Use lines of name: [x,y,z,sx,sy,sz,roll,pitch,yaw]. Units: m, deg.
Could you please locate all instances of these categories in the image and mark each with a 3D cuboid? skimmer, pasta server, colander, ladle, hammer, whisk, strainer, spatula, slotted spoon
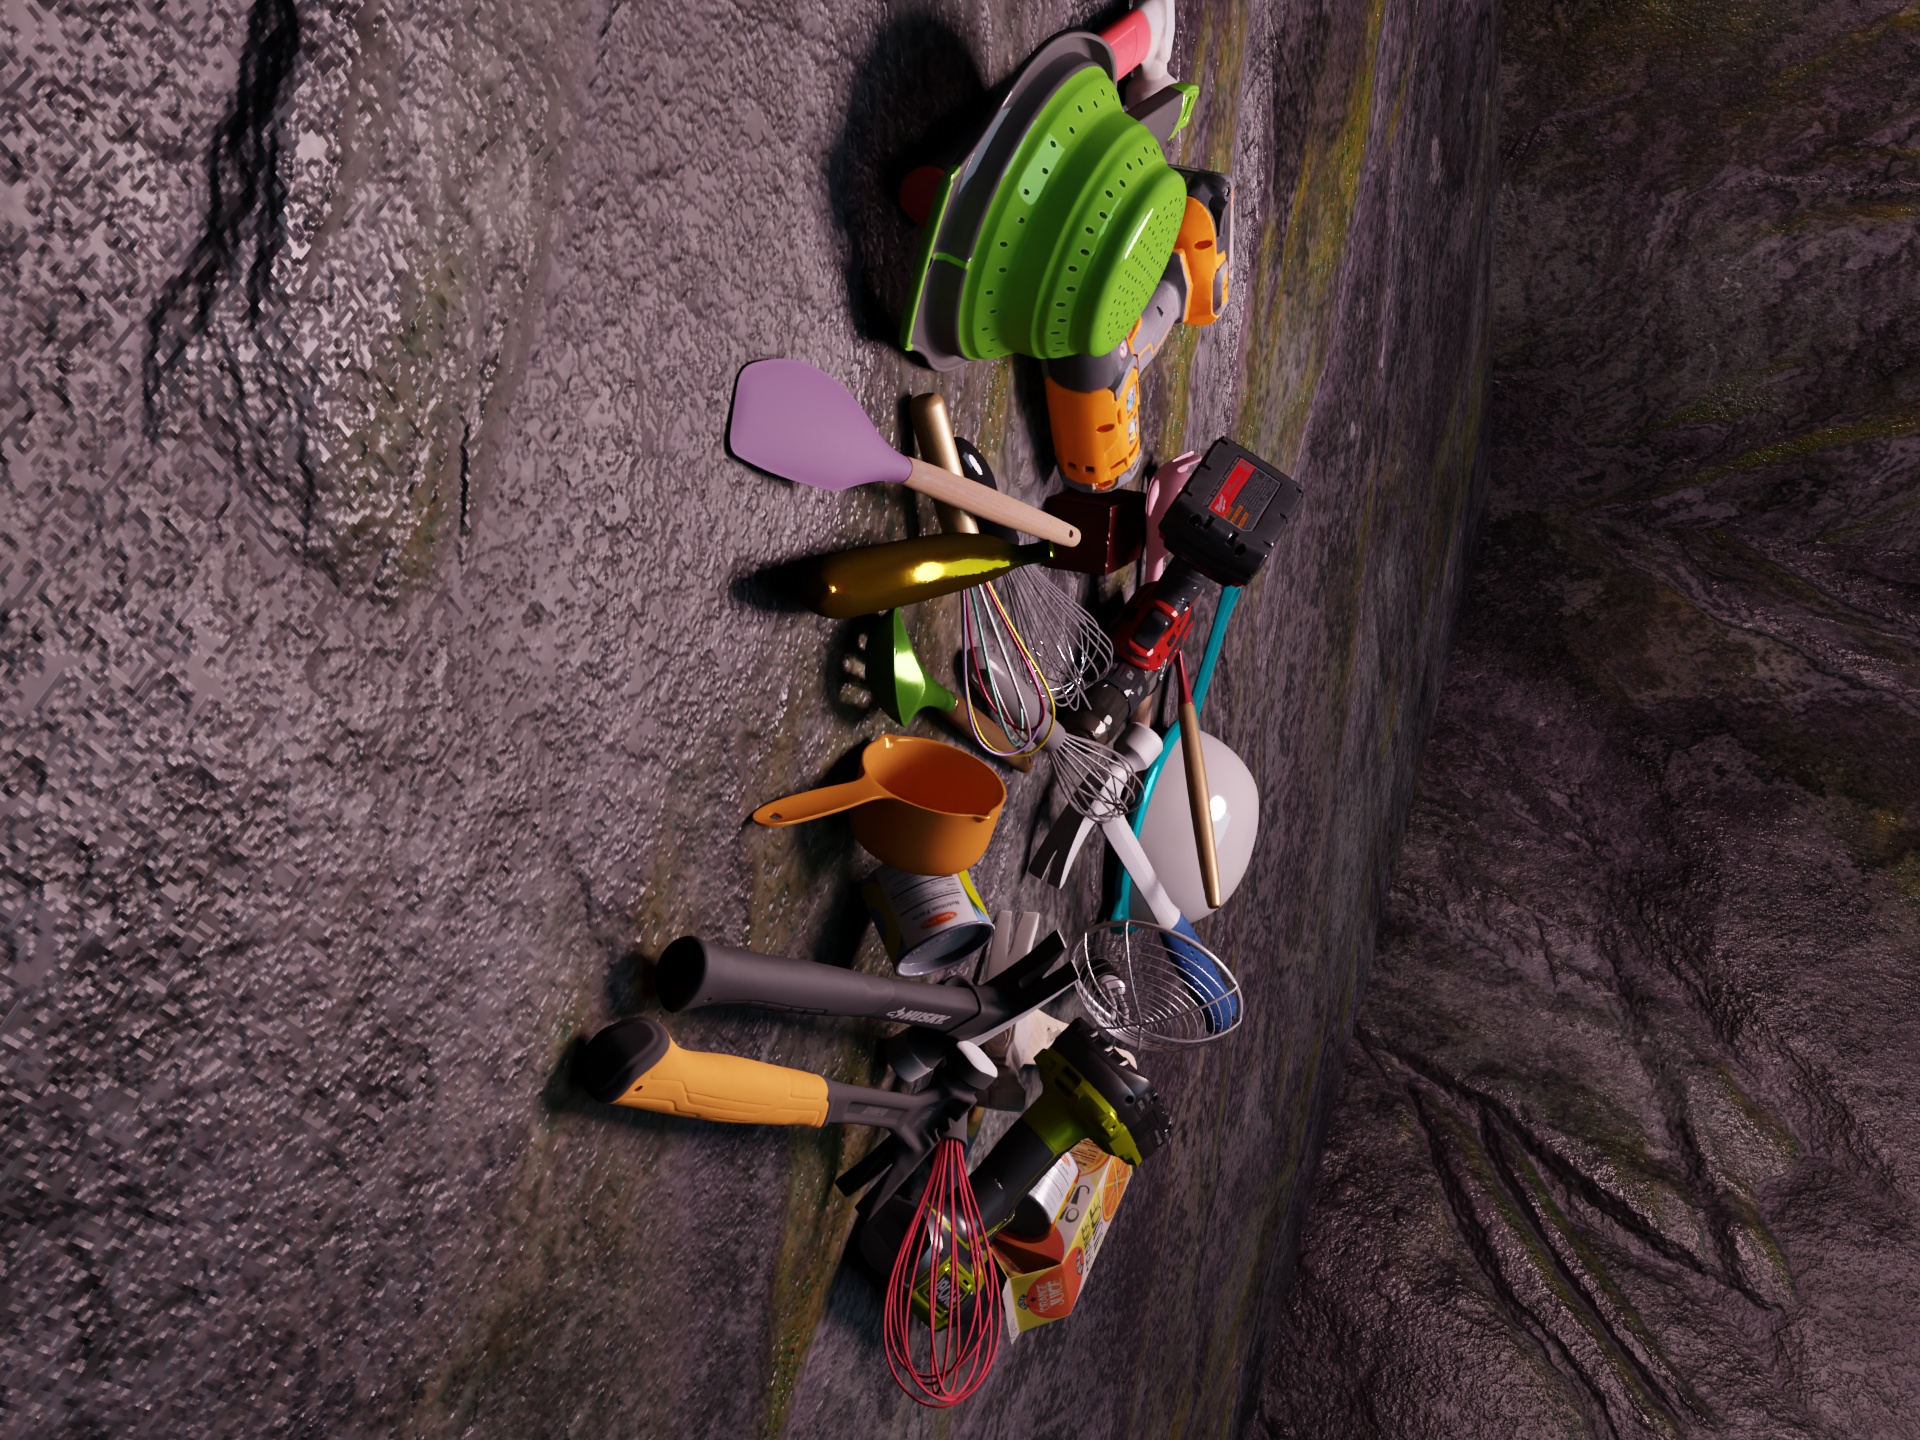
skimmer: [0.138,0.192,1.248,0.090,0.127,0.363,-61,178,-1]
pasta server: [0.172,-0.077,1.389,0.060,0.040,0.316,-113,-156,-69]
colander: [0.102,-0.318,0.969,0.397,0.094,0.204,-49,164,-47]
ladle: [0.200,0.012,1.380,0.069,0.031,0.316,78,7,-65]
hammer: [0.058,-0.406,0.995,0.386,0.038,0.143,-54,144,-46]
whisk: [0.041,-0.095,1.069,0.284,0.070,0.070,57,48,-51]
strainer: [0.240,0.047,1.481,0.211,0.095,0.340,2,105,-69]
spatula: [-0.017,-0.137,0.889,0.315,0.018,0.060,12,86,-54]
slotted spoon: [-0.002,-0.003,1.036,0.313,0.031,0.070,37,49,-67]
hammer: [-0.053,0.153,0.898,0.334,0.146,0.035,26,35,-59]
hammer: [0.172,0.171,1.373,0.144,0.035,0.405,-49,139,-15]
hammer: [0.093,0.266,1.344,0.410,0.038,0.146,43,52,-65]
whisk: [0.067,0.012,1.134,0.238,0.055,0.055,43,59,-47]
whisk: [-0.007,0.291,1.024,0.073,0.073,0.296,74,14,-46]
whisk: [0.012,-0.084,0.978,0.051,0.047,0.244,-51,132,-50]
hammer: [-0.095,0.211,0.866,0.127,0.034,0.336,-49,149,4]

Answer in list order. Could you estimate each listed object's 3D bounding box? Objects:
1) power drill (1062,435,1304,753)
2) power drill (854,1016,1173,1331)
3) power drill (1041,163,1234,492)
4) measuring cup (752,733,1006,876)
power drill: [0.158,-0.087,1.221,0.188,0.080,0.226,-54,176,-41]
power drill: [0.040,0.329,1.121,0.223,0.080,0.171,-42,144,-11]
power drill: [0.123,-0.294,1.126,0.164,0.084,0.227,76,36,-54]
measuring cup: [-0.052,0.059,0.905,0.173,0.095,0.052,-12,128,-43]
